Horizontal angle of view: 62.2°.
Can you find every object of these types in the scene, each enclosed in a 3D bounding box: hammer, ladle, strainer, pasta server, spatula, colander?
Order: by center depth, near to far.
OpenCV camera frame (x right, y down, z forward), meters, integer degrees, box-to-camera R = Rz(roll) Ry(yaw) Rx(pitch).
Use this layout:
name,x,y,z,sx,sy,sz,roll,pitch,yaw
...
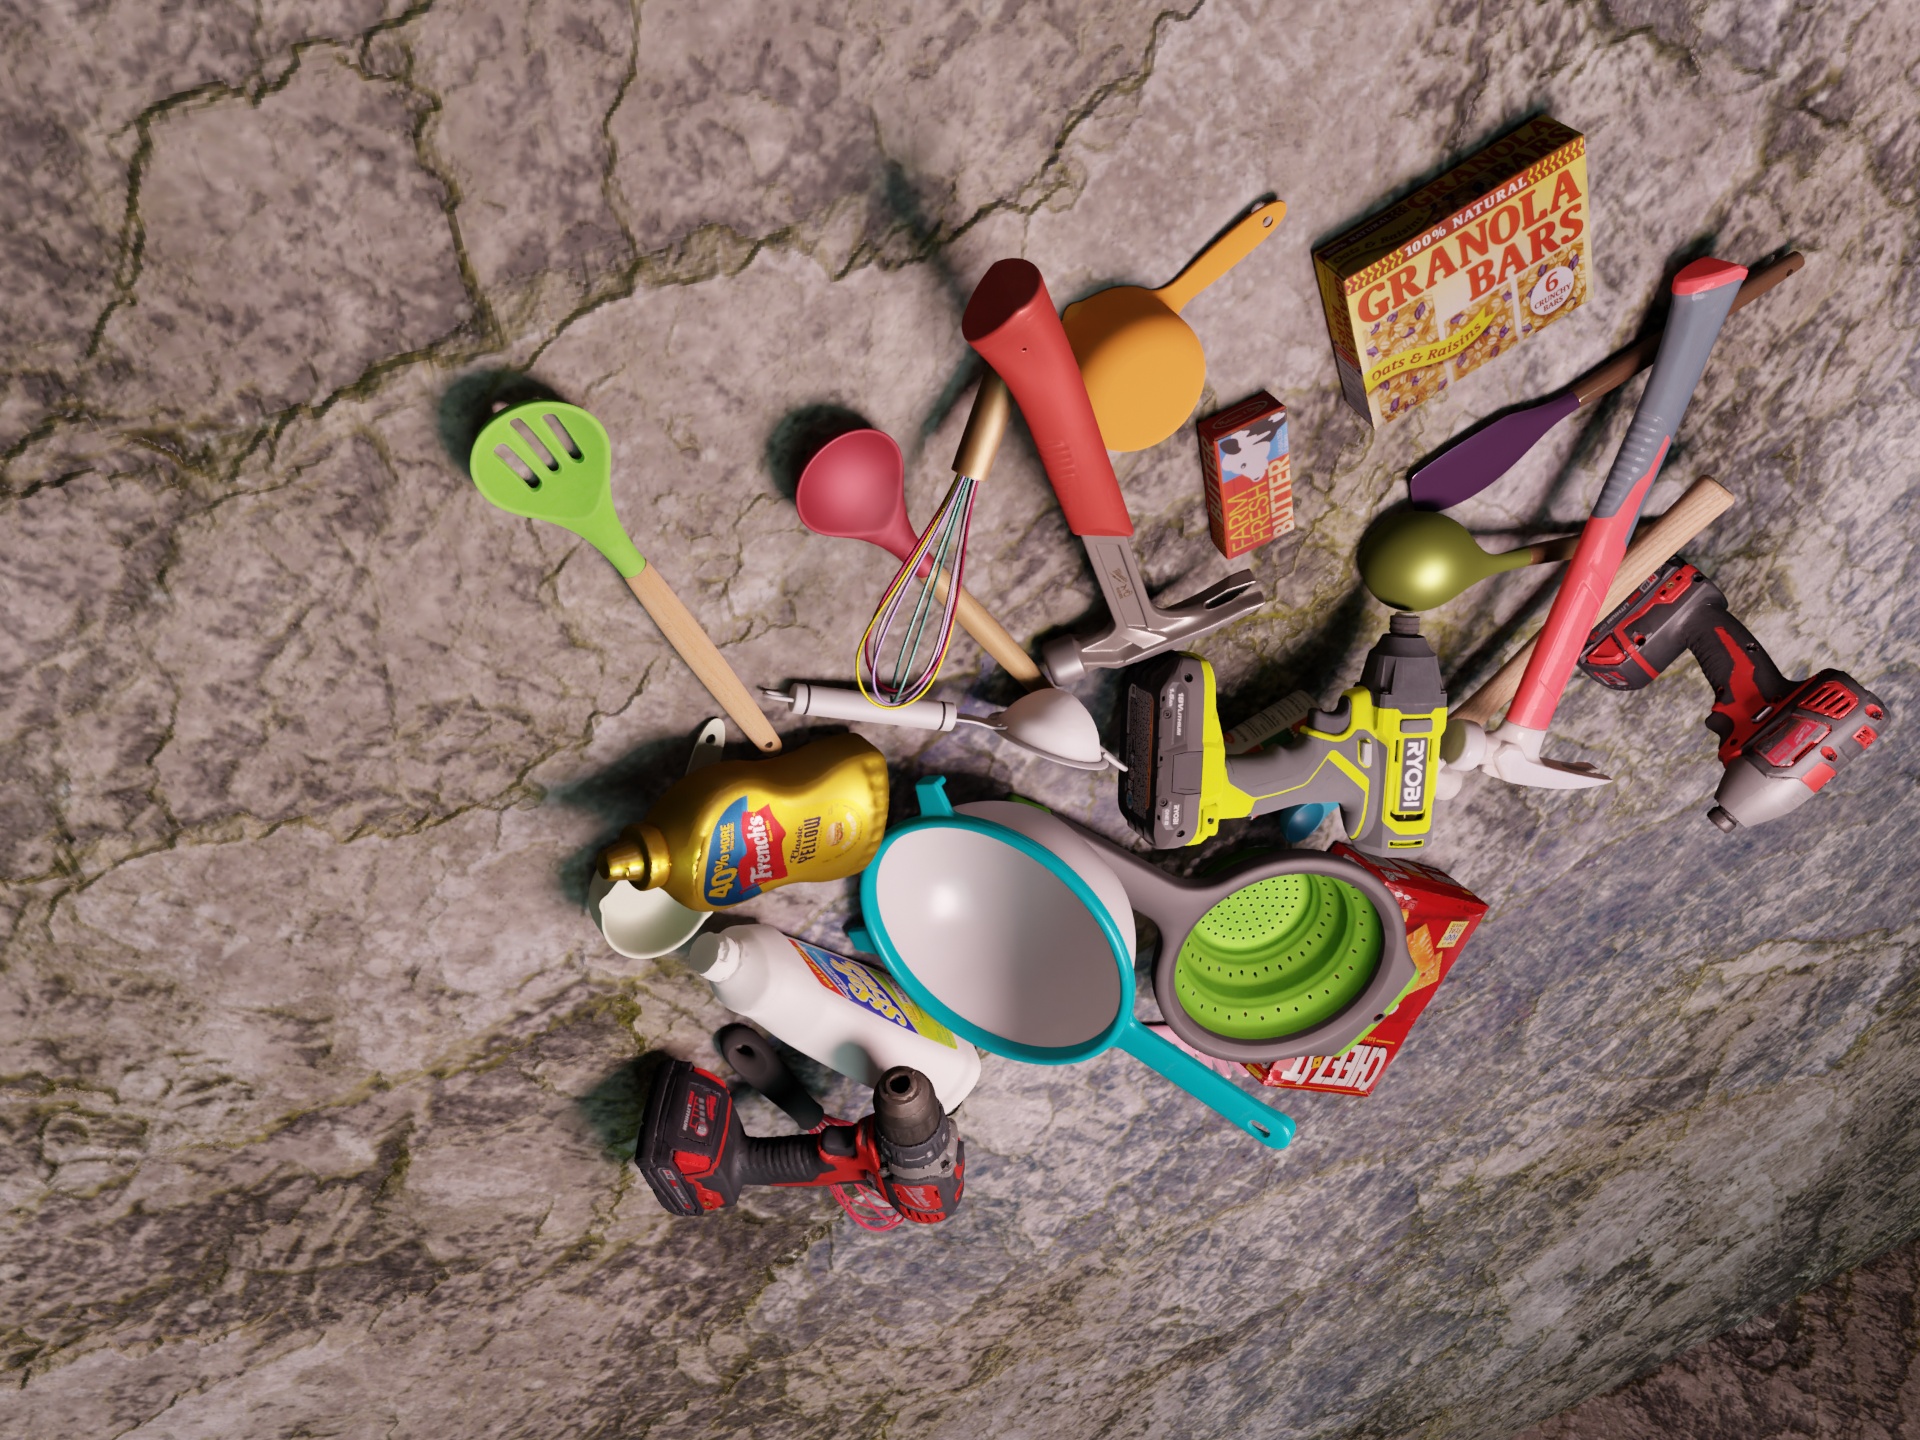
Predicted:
name,x,y,z,sx,sy,sz,roll,pitch,yaw
hammer,0.082,-0.134,0.911,0.149,0.037,0.358,-23,149,6
ladle,-0.007,-0.081,0.981,0.069,0.031,0.315,-42,138,4
strainer,-0.002,-0.003,1.025,0.258,0.087,0.050,7,109,-21
strainer,0.094,0.165,1.099,0.095,0.340,0.210,-48,168,-45
spatula,0.450,-0.236,1.110,0.316,0.018,0.059,-33,141,2
hammer,0.472,-0.130,1.131,0.143,0.038,0.386,9,111,-20
ladle,0.428,-0.132,1.183,0.320,0.062,0.078,-12,137,-30
hammer,0.453,-0.060,1.226,0.130,0.031,0.331,14,127,-45
colander,0.180,0.134,1.251,0.396,0.095,0.204,29,112,-24
pasta server,0.145,0.276,1.380,0.316,0.040,0.060,8,111,-33

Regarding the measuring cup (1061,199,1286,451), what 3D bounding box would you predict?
name,x,y,z,sx,sy,sz,roll,pitch,yaw
measuring cup,0.129,-0.226,0.908,0.173,0.052,0.095,-41,136,11

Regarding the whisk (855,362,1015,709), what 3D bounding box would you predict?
name,x,y,z,sx,sy,sz,roll,pitch,yaw
whisk,-0.006,-0.119,0.901,0.047,0.051,0.245,20,103,2

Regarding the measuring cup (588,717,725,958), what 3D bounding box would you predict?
name,x,y,z,sx,sy,sz,roll,pitch,yaw
measuring cup,-0.187,0.070,1.013,0.083,0.038,0.167,10,106,-40

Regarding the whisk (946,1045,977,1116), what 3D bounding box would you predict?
name,x,y,z,sx,sy,sz,roll,pitch,yaw
whisk,0.007,0.227,1.254,0.055,0.055,0.238,3,122,-32

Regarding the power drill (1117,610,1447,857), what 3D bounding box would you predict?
name,x,y,z,sx,sy,sz,roll,pitch,yaw
power drill,0.229,0.010,1.109,0.223,0.080,0.171,-1,101,-14

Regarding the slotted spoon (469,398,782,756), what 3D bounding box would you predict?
name,x,y,z,sx,sy,sz,roll,pitch,yaw
slotted spoon,-0.173,-0.069,0.896,0.070,0.031,0.313,-32,139,0

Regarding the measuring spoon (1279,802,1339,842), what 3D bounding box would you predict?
name,x,y,z,sx,sy,sz,roll,pitch,yaw
measuring spoon,0.308,0.054,1.295,0.128,0.021,0.042,-33,138,-13

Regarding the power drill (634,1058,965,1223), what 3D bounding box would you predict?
name,x,y,z,sx,sy,sz,roll,pitch,yaw
power drill,-0.111,0.296,1.137,0.226,0.080,0.187,2,142,7

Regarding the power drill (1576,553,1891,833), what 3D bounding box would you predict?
name,x,y,z,sx,sy,sz,roll,pitch,yaw
power drill,0.582,-0.020,1.232,0.078,0.220,0.143,27,112,-42

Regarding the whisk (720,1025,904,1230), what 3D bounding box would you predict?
name,x,y,z,sx,sy,sz,roll,pitch,yaw
whisk,-0.109,0.324,1.267,0.073,0.073,0.295,-33,130,0
